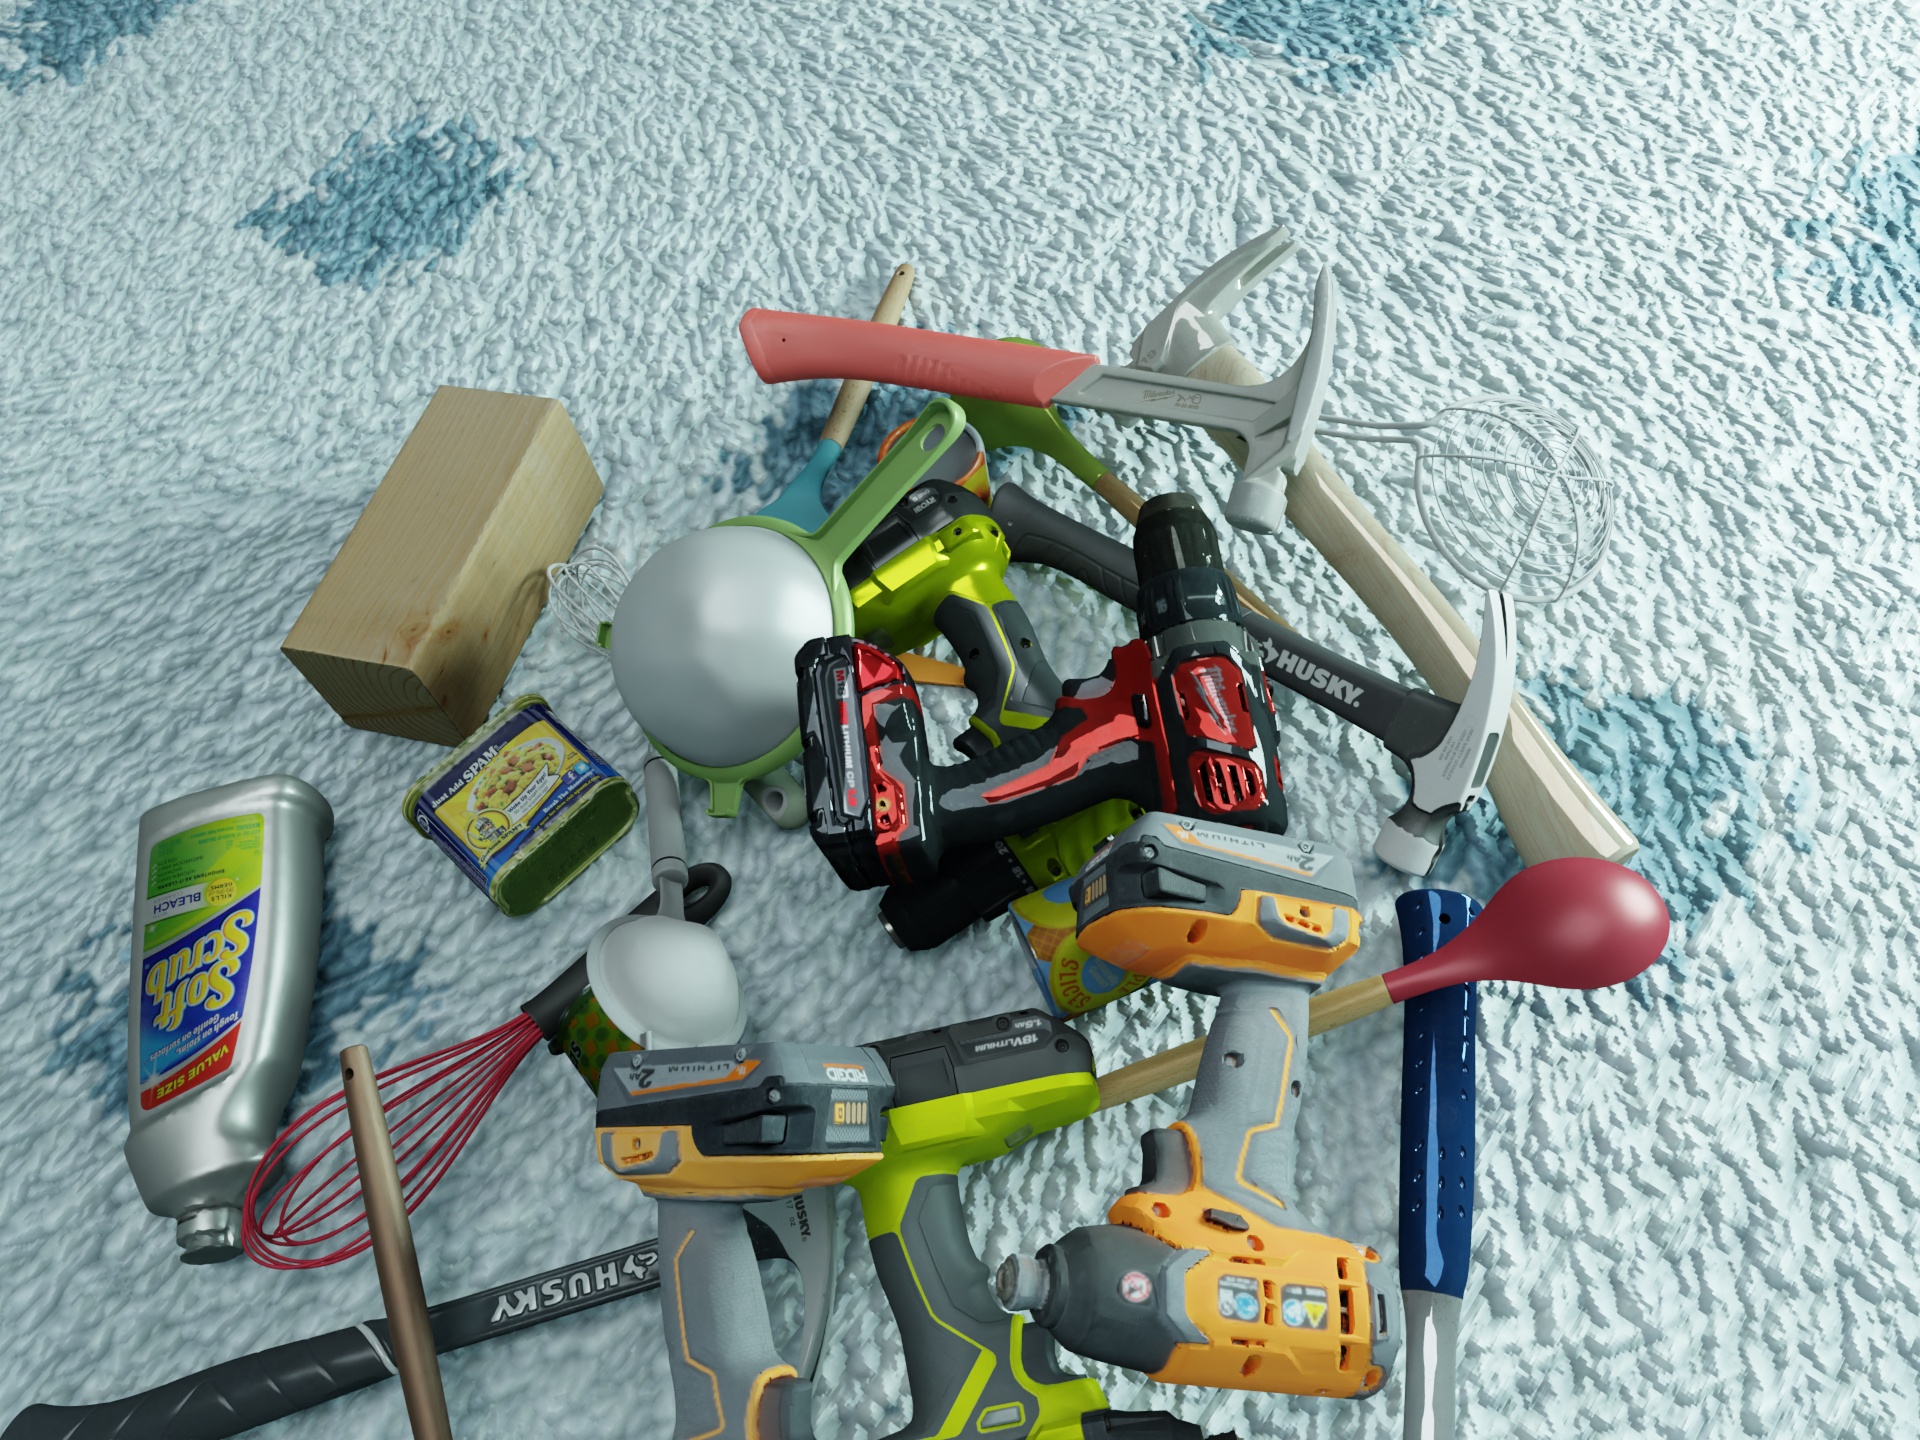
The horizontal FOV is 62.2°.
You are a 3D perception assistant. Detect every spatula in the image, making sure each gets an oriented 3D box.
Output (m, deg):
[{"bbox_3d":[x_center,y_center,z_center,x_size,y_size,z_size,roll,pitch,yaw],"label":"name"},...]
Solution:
[{"bbox_3d":[-0.077,-0.188,1.039,0.082,0.044,0.318,8,54,15],"label":"spatula"}]

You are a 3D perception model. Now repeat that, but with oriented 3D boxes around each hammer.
[{"bbox_3d":[0.033,-0.213,0.933,0.359,0.036,0.149,14,87,22],"label":"hammer"},{"bbox_3d":[0.210,0.262,0.690,0.144,0.035,0.406,4,58,12],"label":"hammer"},{"bbox_3d":[-0.252,0.294,0.746,0.409,0.036,0.149,-17,57,-2],"label":"hammer"},{"bbox_3d":[0.232,-0.092,0.871,0.146,0.038,0.411,-41,64,18],"label":"hammer"},{"bbox_3d":[0.145,-0.059,0.880,0.335,0.035,0.146,32,107,32],"label":"hammer"}]

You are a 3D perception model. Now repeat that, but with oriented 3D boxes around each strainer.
[{"bbox_3d":[-0.150,0.083,0.820,0.050,0.086,0.259,-54,30,22],"label":"strainer"},{"bbox_3d":[-0.100,-0.080,0.841,0.256,0.069,0.152,-45,63,16],"label":"strainer"}]

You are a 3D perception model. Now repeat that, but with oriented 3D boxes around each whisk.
[{"bbox_3d":[-0.234,0.167,0.814,0.296,0.073,0.073,-39,60,-23],"label":"whisk"},{"bbox_3d":[-0.166,-0.021,0.932,0.246,0.059,0.058,44,109,26],"label":"whisk"}]

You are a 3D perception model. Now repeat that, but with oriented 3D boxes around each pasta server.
[{"bbox_3d":[-0.241,0.294,0.699,0.060,0.040,0.316,-24,69,10],"label":"pasta server"}]

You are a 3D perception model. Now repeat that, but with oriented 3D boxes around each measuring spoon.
[{"bbox_3d":[-0.032,-0.034,0.935,0.117,0.011,0.021,11,60,16],"label":"measuring spoon"}]

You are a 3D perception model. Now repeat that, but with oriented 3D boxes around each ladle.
[{"bbox_3d":[0.176,0.135,0.751,0.315,0.031,0.069,-23,49,9],"label":"ladle"},{"bbox_3d":[0.108,-0.126,0.959,0.320,0.062,0.078,45,104,22],"label":"ladle"}]

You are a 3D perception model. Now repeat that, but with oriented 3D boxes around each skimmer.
[{"bbox_3d":[0.208,-0.161,0.970,0.363,0.090,0.127,17,64,31],"label":"skimmer"}]

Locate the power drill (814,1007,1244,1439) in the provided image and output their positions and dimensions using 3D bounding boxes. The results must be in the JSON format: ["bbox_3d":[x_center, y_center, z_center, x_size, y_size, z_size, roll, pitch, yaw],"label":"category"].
[{"bbox_3d":[0.020,0.250,0.699,0.171,0.080,0.223,-13,65,2],"label":"power drill"}]

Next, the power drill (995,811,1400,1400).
[{"bbox_3d":[0.096,0.159,0.671,0.164,0.084,0.227,11,62,-16],"label":"power drill"}]

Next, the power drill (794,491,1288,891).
[{"bbox_3d":[0.038,-0.014,0.784,0.226,0.080,0.188,-9,68,4],"label":"power drill"}]

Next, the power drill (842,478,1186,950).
[{"bbox_3d":[-0.001,-0.003,0.866,0.190,0.080,0.229,-34,64,-3],"label":"power drill"}]

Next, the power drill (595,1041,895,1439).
[{"bbox_3d":[-0.072,0.247,0.641,0.185,0.084,0.226,-11,72,33],"label":"power drill"}]
